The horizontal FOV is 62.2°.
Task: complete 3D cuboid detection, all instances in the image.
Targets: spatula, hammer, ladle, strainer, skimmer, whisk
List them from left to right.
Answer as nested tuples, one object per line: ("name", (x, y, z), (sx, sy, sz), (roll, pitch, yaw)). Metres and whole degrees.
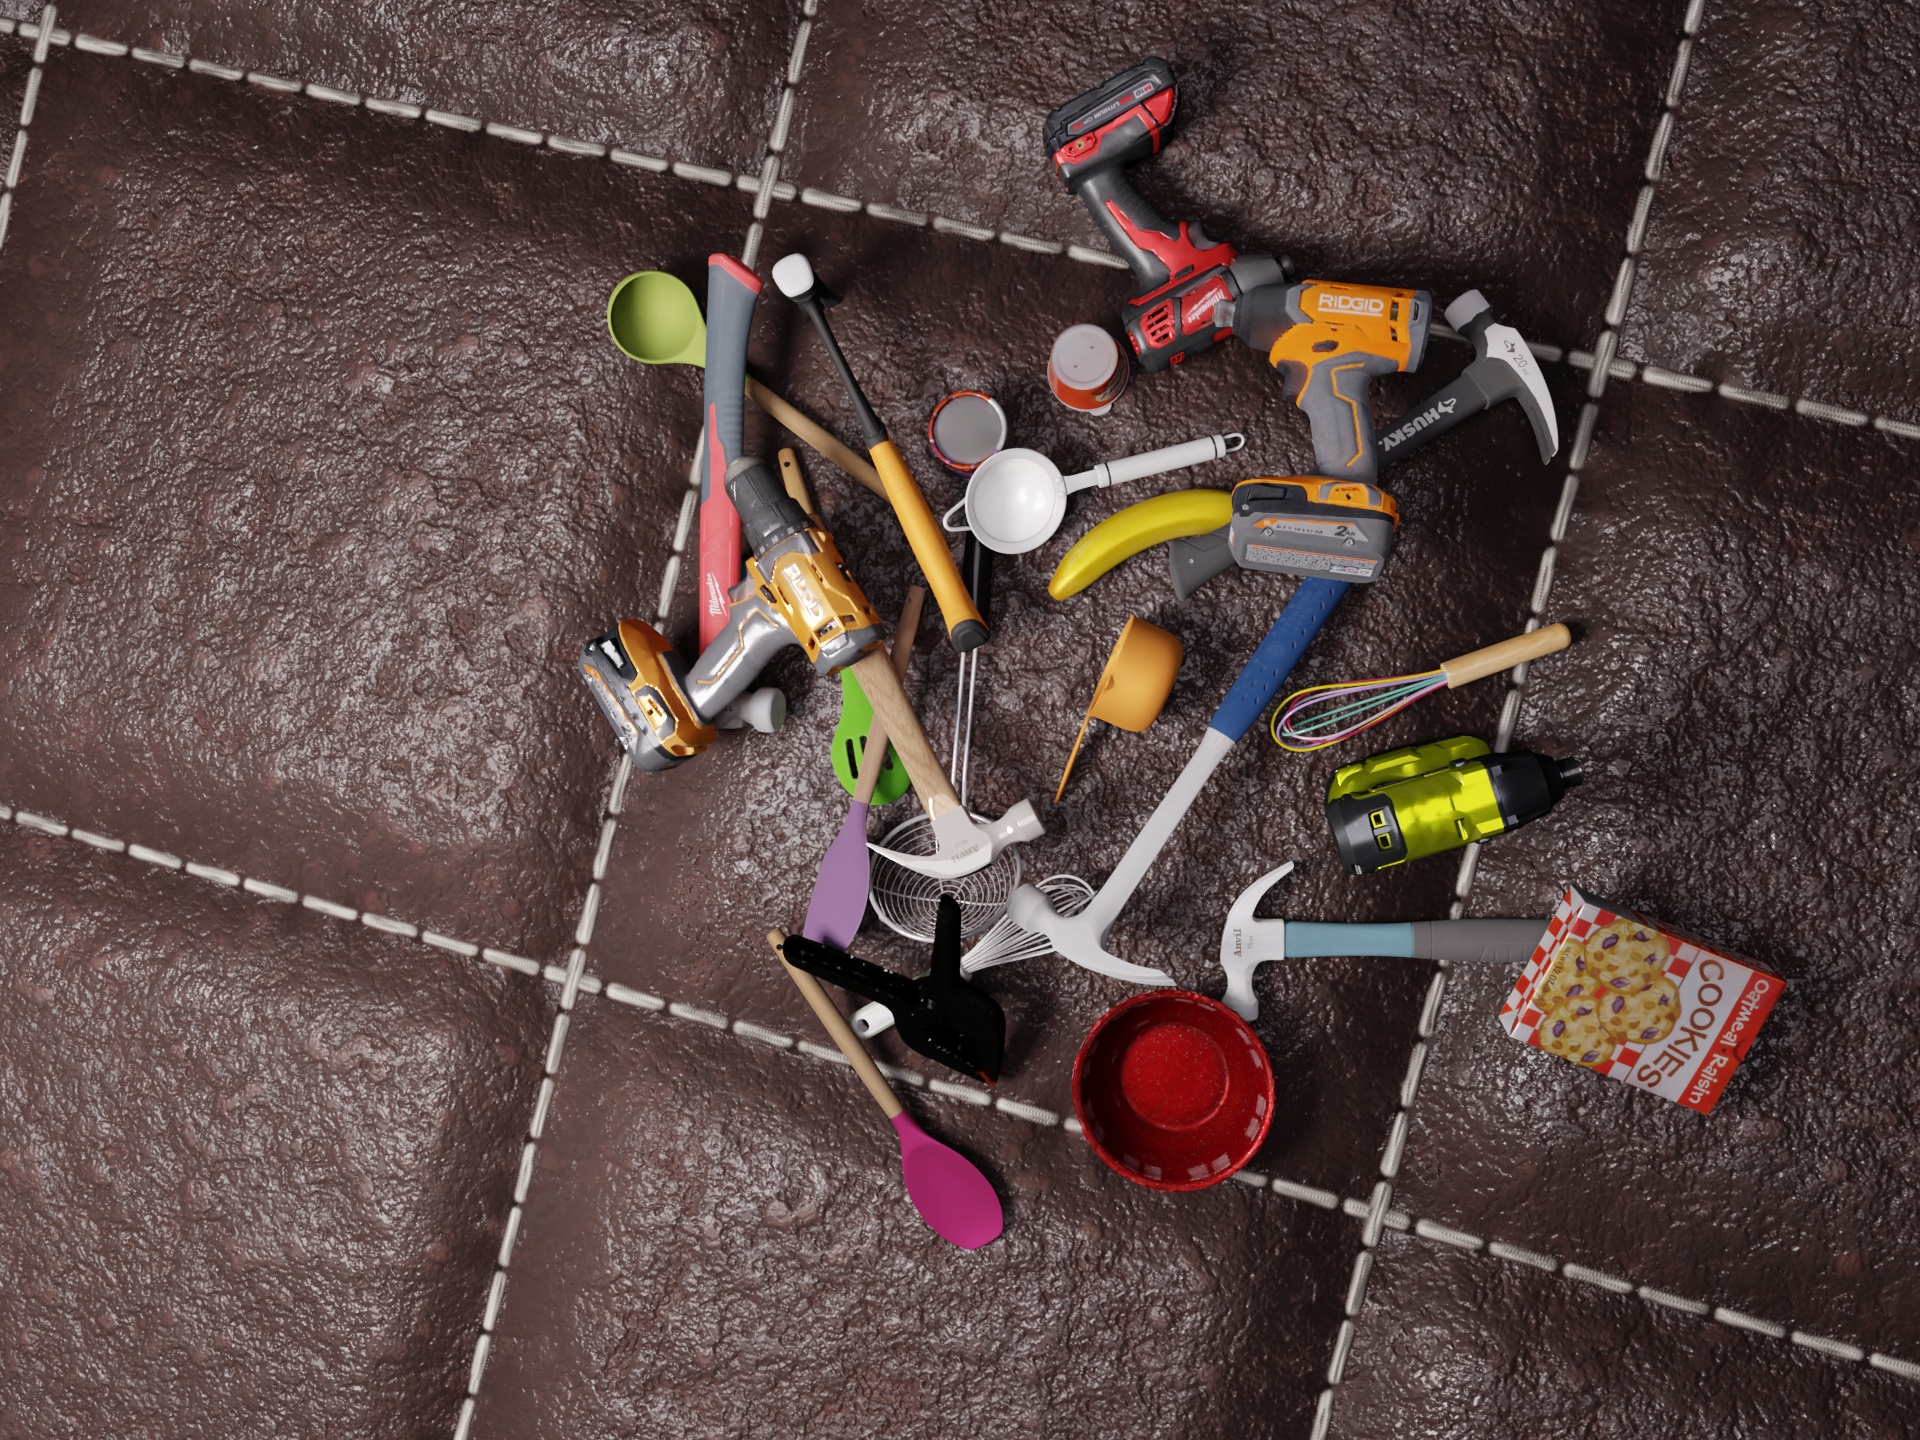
("hammer", (-0.212, -0.187, 1.320), (0.143, 0.038, 0.386), (5, 98, 16))
("ladle", (-0.162, -0.267, 1.339), (0.320, 0.062, 0.078), (37, 102, 4))
("spatula", (-0.073, 0.043, 1.307), (0.060, 0.018, 0.316), (12, 87, 39))
("hammer", (-0.063, -0.022, 1.283), (0.130, 0.031, 0.331), (-29, 74, 5))
("hammer", (-0.059, -0.210, 1.289), (0.034, 0.127, 0.337), (-26, 87, 6))
("skimmer", (-0.002, -0.004, 1.296), (0.127, 0.090, 0.363), (5, 90, 12))
("whisk", (0.009, 0.201, 1.318), (0.246, 0.059, 0.058), (-32, 86, 12))
("strainer", (0.108, -0.197, 1.298), (0.258, 0.050, 0.086), (-14, 113, -3))
("hammer", (0.205, 0.024, 1.252), (0.144, 0.035, 0.405), (31, 83, 30))
("hammer", (0.309, -0.193, 1.253), (0.335, 0.035, 0.146), (-32, 79, 0))
("whisk", (0.365, -0.031, 1.268), (0.245, 0.051, 0.047), (-20, 82, 5))
("hammer", (0.375, 0.177, 1.271), (0.331, 0.033, 0.128), (-1, 91, 8))

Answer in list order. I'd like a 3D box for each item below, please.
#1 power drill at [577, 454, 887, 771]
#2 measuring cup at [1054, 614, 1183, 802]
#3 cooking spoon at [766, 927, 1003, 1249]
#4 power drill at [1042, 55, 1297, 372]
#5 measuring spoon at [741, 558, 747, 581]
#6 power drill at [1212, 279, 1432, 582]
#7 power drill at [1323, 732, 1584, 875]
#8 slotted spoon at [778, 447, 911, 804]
("power drill", (-0.193, -0.085, 1.268), (0.226, 0.084, 0.185), (-32, 84, 15))
("measuring cup", (0.129, 0.001, 1.292), (0.052, 0.095, 0.173), (22, 112, 1))
("cooking spoon", (-0.067, 0.306, 1.326), (0.069, 0.017, 0.319), (-33, 93, 17))
("power drill", (0.168, -0.407, 1.282), (0.143, 0.078, 0.219), (-26, 89, 8))
("measuring spoon", (-0.160, -0.108, 1.341), (0.129, 0.021, 0.042), (17, 96, 21))
("power drill", (0.262, -0.229, 1.209), (0.164, 0.084, 0.226), (9, 77, 9))
("power drill", (0.354, 0.058, 1.177), (0.171, 0.223, 0.080), (-17, 88, 8))
("slotted spoon", (-0.107, -0.080, 1.345), (0.070, 0.031, 0.314), (-17, 86, 9))
